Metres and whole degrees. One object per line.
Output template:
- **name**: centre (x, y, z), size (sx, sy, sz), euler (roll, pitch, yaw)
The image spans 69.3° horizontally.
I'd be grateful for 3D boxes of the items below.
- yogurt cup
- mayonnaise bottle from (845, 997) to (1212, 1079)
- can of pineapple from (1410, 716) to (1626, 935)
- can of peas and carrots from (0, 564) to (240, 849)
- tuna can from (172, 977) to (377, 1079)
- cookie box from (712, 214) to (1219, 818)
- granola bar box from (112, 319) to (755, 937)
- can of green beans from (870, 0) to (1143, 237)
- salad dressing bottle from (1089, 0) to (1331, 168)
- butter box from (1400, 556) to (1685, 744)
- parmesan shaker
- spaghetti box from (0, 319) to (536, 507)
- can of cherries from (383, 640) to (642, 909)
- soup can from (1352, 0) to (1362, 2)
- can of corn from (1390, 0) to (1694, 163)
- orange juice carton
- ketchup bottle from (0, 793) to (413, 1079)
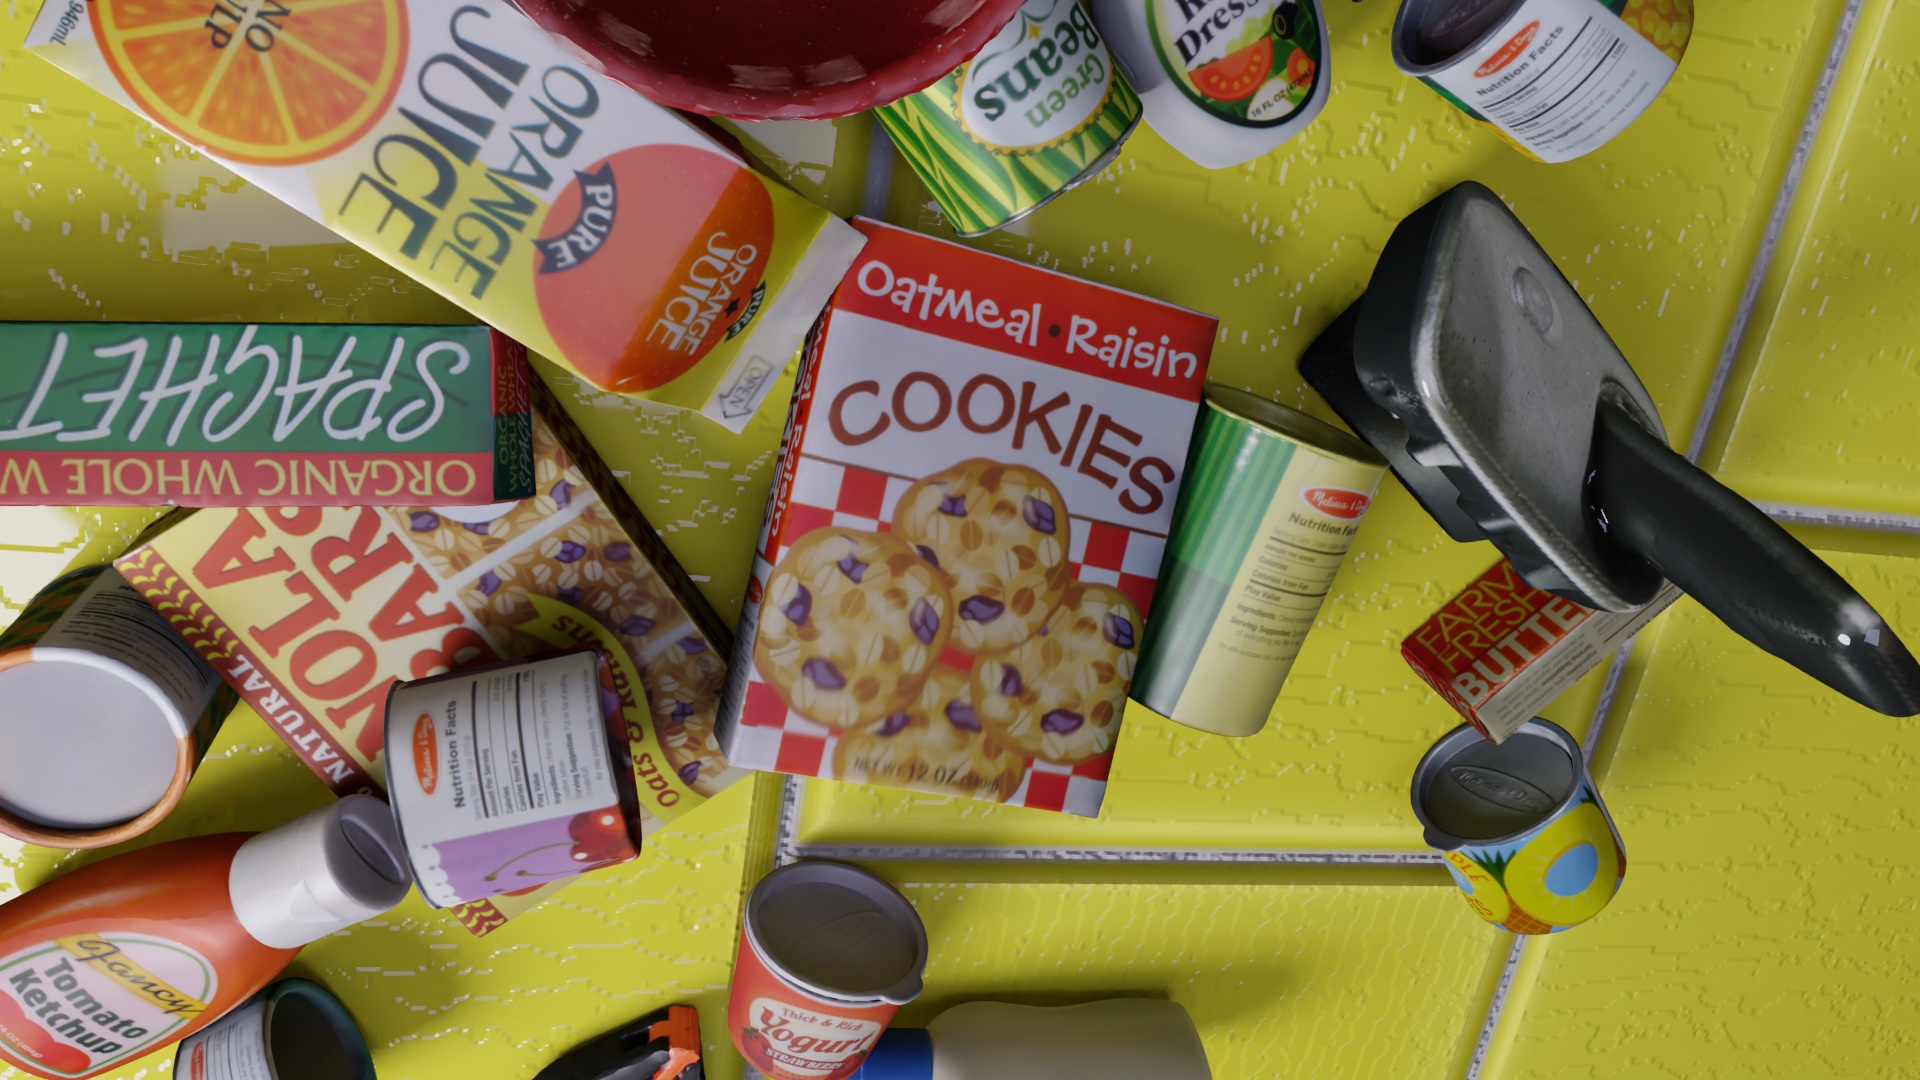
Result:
- **yogurt cup**: centre (-0.051, 0.158, 0.503), size (0.072, 0.073, 0.053), euler (12, 116, -18)
- **mayonnaise bottle**: centre (0.022, 0.210, 0.544), size (0.148, 0.065, 0.041), euler (4, 119, -11)
- **can of pineapple**: centre (0.218, 0.113, 0.547), size (0.071, 0.071, 0.057), euler (-34, 115, 2)
- **can of peas and carrots**: centre (-0.256, 0.050, 0.412), size (0.071, 0.059, 0.070), euler (-5, 112, -11)
- **tuna can**: centre (-0.228, 0.186, 0.471), size (0.033, 0.071, 0.071), euler (-27, 115, -2)
- **cookie box**: centre (0.002, -0.006, 0.440), size (0.123, 0.040, 0.167), euler (12, 93, -18)
- **granola bar box**: centre (-0.151, 0.031, 0.440), size (0.124, 0.039, 0.165), euler (-32, 115, 0)
- **can of green beans**: centre (0.010, -0.130, 0.399), size (0.071, 0.071, 0.057), euler (-37, 115, 3)
- **salad dressing bottle**: centre (0.056, -0.181, 0.401), size (0.064, 0.044, 0.147), euler (-38, 115, -6)
- **butter box**: centre (0.221, 0.026, 0.520), size (0.103, 0.053, 0.024), euler (-41, 118, 6)
- **parmesan shaker**: centre (0.091, 0.006, 0.473), size (0.071, 0.071, 0.102), euler (16, 108, -19)
- **spaghetti box**: centre (-0.243, -0.033, 0.369), size (0.250, 0.029, 0.050), euler (0, 95, -3)
- **can of cherries**: centre (-0.127, 0.067, 0.404), size (0.058, 0.072, 0.071), euler (-12, 114, -10)
- **soup can**: centre (0.136, -0.209, 0.399), size (0.084, 0.071, 0.071), euler (-38, 115, 3)
- **can of corn**: centre (0.179, -0.161, 0.429), size (0.058, 0.071, 0.071), euler (25, 104, -22)
- **orange juice carton**: centre (-0.122, -0.105, 0.369), size (0.192, 0.073, 0.071), euler (32, 102, -20)
- **ketchup bottle**: centre (-0.238, 0.120, 0.431), size (0.148, 0.044, 0.064), euler (-24, 117, 16)
